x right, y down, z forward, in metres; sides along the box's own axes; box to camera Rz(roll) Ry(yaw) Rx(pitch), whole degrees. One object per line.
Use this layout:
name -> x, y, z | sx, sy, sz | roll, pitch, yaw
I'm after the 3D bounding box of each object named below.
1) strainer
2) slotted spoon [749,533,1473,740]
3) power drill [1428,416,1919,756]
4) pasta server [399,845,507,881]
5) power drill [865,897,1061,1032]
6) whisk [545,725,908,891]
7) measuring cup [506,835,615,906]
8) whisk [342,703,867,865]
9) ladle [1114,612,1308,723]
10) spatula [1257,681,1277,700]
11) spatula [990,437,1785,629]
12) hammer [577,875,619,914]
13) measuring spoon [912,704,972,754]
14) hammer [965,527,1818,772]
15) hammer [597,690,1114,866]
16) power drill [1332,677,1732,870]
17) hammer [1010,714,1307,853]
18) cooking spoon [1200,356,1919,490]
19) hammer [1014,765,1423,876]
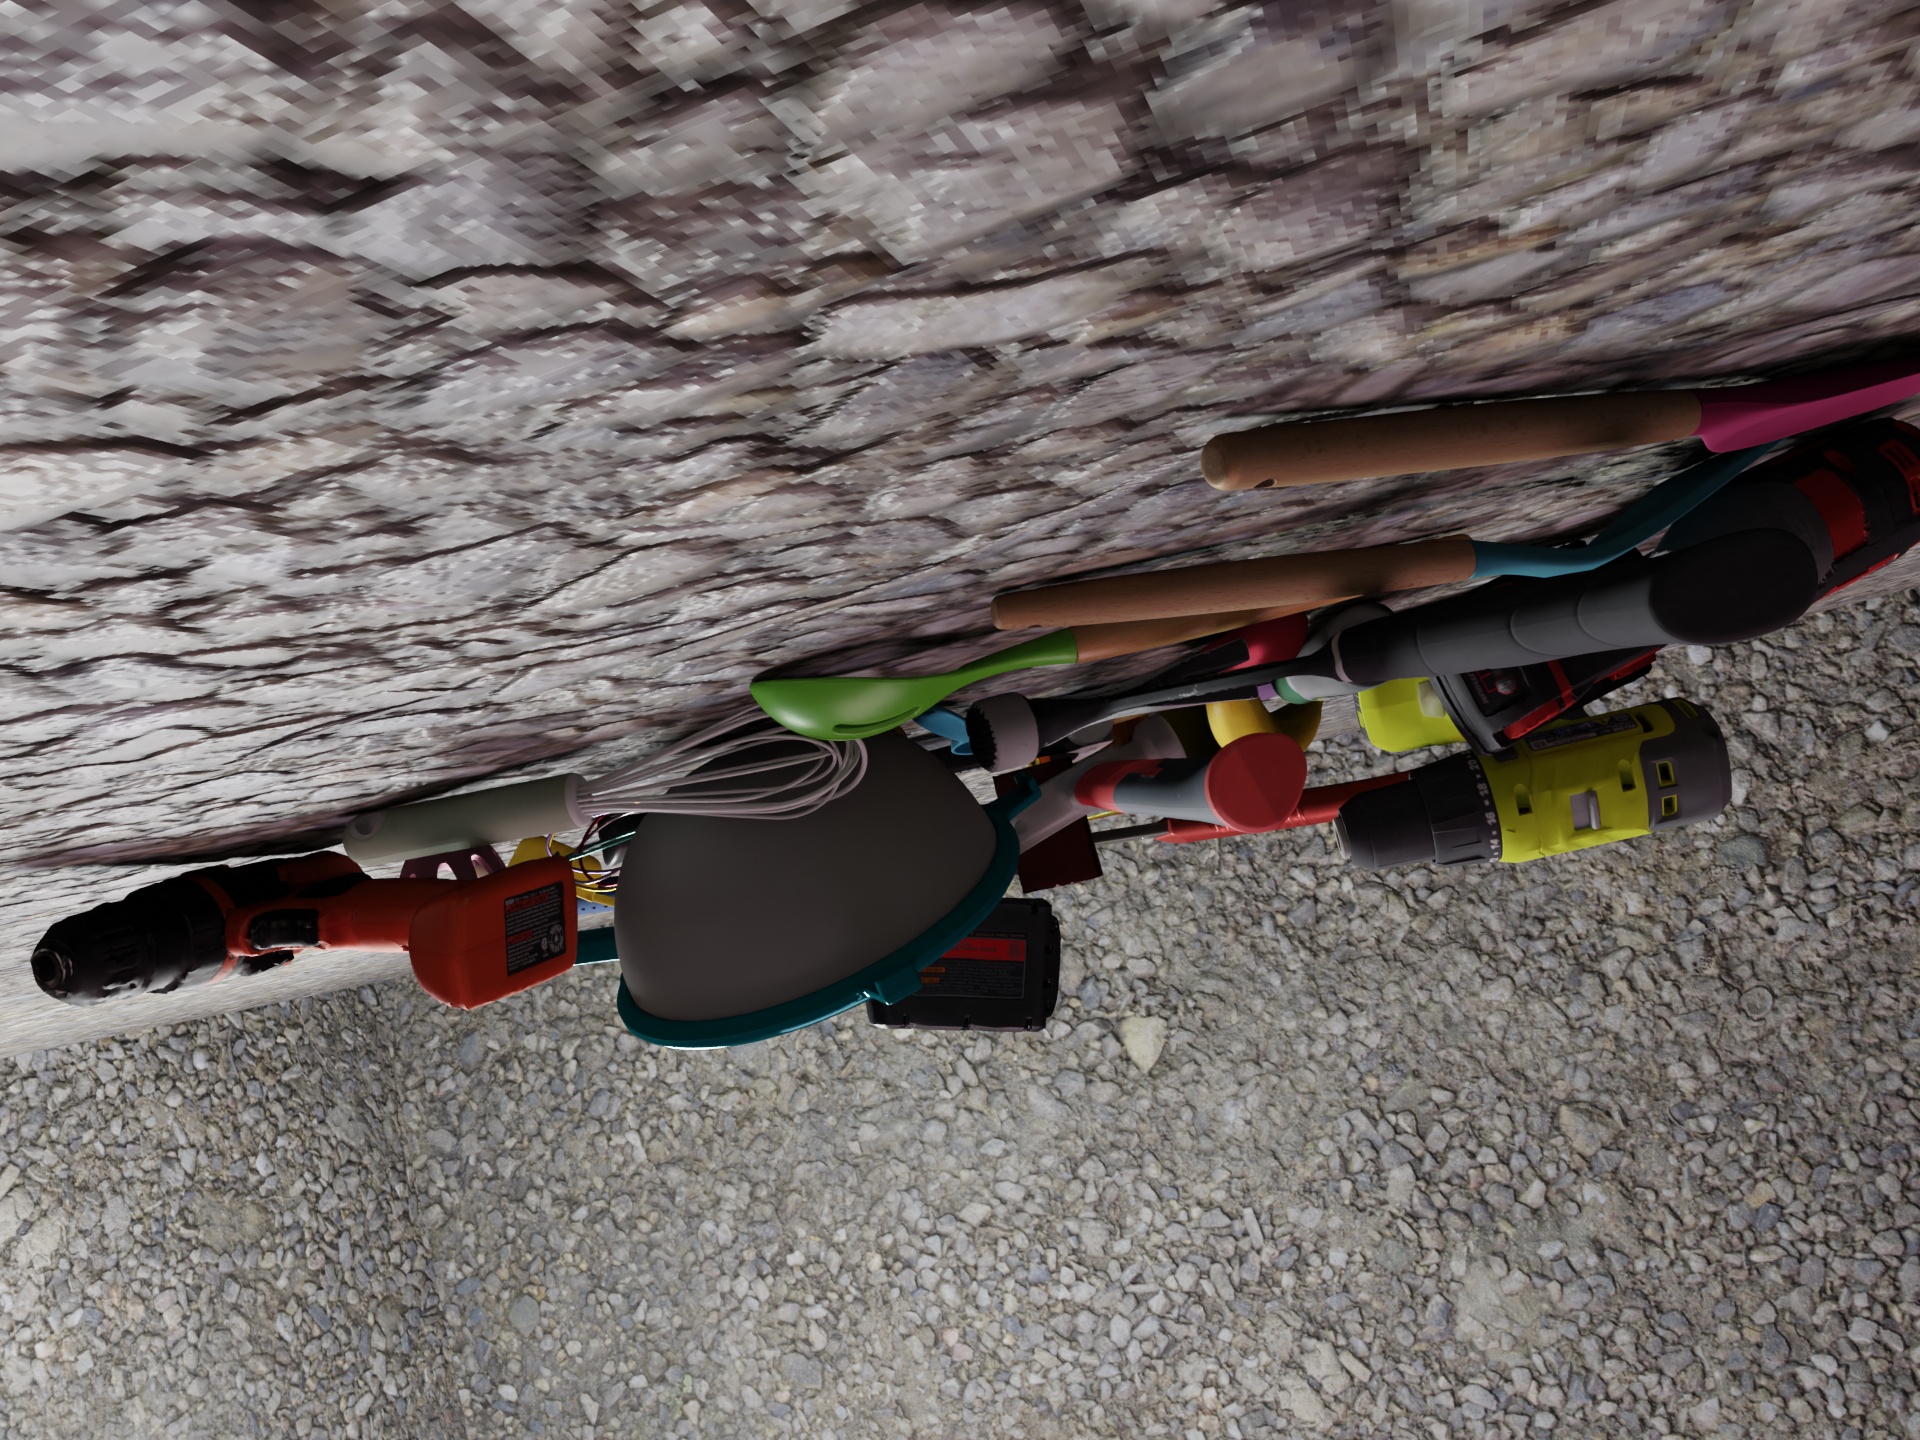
strainer -> -0.140, 0.072, 0.796 | 0.340, 0.095, 0.211 | -12, -160, 26
slotted spoon -> 0.070, -0.037, 0.651 | 0.313, 0.031, 0.070 | -14, 178, -11
power drill -> 0.306, -0.056, 0.709 | 0.143, 0.078, 0.219 | -24, 174, -19
pasta server -> -0.303, 0.096, 0.984 | 0.060, 0.040, 0.316 | -17, 176, -13
power drill -> -0.040, 0.146, 1.039 | 0.188, 0.080, 0.227 | 4, 177, -11
whisk -> -0.137, 0.051, 0.922 | 0.245, 0.047, 0.051 | -19, 171, 21
measuring cup -> -0.245, 0.103, 1.049 | 0.062, 0.029, 0.156 | 19, 171, 14
whisk -> -0.159, 0.034, 0.695 | 0.246, 0.058, 0.059 | -11, 134, 12
ladle -> 0.124, -0.019, 0.955 | 0.069, 0.031, 0.315 | -15, 176, -15
spatula -> 0.259, -0.037, 1.131 | 0.059, 0.018, 0.316 | -4, 171, -28
spatula -> 0.163, -0.068, 0.596 | 0.317, 0.044, 0.082 | -8, 175, -13
hammer -> -0.173, 0.111, 1.121 | 0.405, 0.035, 0.144 | -11, 170, 37
measuring spoon -> -0.001, -0.003, 0.884 | 0.042, 0.021, 0.128 | -16, 165, 17
hammer -> 0.144, -0.023, 0.615 | 0.149, 0.036, 0.409 | -15, -179, -22
hammer -> -0.069, 0.041, 1.022 | 0.335, 0.035, 0.146 | -14, 174, -2
power drill -> 0.291, 0.009, 0.890 | 0.190, 0.080, 0.229 | -14, -159, 8
hammer -> 0.080, 0.040, 0.785 | 0.143, 0.038, 0.386 | -29, 180, -4
cooking spoon -> 0.199, -0.090, 0.474 | 0.318, 0.017, 0.069 | -11, 173, -30
hammer -> 0.174, 0.068, 1.067 | 0.359, 0.037, 0.149 | -12, 170, 28
